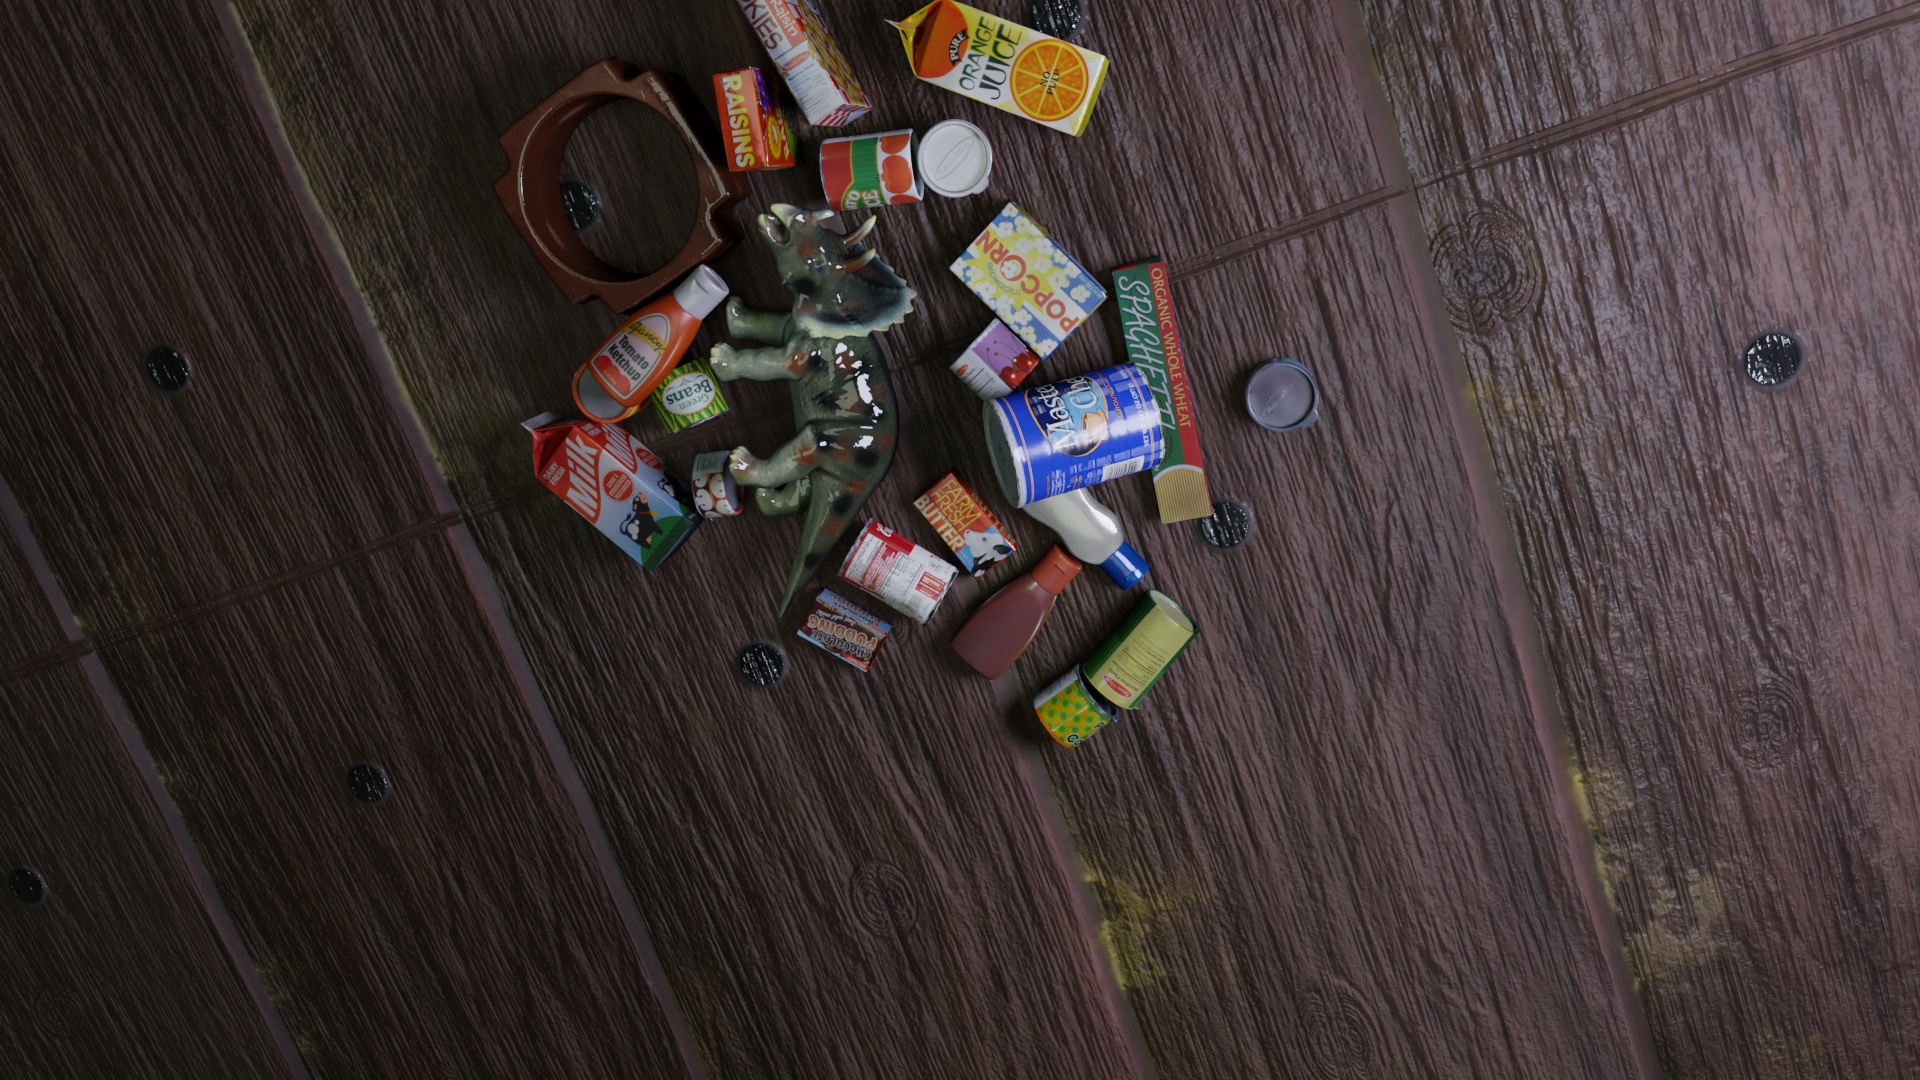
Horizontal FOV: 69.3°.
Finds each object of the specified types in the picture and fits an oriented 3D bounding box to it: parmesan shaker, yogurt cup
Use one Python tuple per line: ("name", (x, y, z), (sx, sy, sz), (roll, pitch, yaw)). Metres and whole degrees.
("parmesan shaker", (0.179, 0.107, 1.356), (0.071, 0.071, 0.102), (38, 107, -2))
("yogurt cup", (-0.002, -0.348, 1.266), (0.072, 0.054, 0.072), (2, 106, 9))

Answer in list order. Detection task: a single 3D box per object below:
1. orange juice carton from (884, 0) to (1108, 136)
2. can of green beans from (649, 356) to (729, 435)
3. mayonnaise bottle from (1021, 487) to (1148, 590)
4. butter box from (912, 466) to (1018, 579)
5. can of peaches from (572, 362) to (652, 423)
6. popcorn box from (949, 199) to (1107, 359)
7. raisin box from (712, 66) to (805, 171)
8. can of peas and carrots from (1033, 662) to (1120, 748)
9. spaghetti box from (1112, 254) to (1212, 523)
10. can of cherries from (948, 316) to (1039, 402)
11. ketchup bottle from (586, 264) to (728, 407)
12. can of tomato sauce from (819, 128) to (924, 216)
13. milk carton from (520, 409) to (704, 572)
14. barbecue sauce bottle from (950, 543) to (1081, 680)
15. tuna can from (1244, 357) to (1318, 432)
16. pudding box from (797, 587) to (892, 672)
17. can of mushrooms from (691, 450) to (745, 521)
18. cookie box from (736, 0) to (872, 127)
("orange juice carton", (0.028, -0.425, 1.231), (0.193, 0.072, 0.072), (21, 107, 3))
("can of green beans", (-0.268, -0.142, 1.359), (0.071, 0.071, 0.057), (-20, 101, 14))
("mayonnaise bottle", (0.120, -0.015, 1.345), (0.064, 0.041, 0.148), (-43, 96, 12))
("butter box", (0.005, -0.017, 1.371), (0.053, 0.024, 0.103), (-37, 97, 17))
("can of peaches", (-0.343, -0.150, 1.373), (0.071, 0.058, 0.071), (2, 105, 8))
("popcorn box", (0.064, -0.242, 1.293), (0.126, 0.038, 0.085), (44, 108, -4))
("raisin box", (-0.179, -0.377, 1.250), (0.040, 0.124, 0.086), (-5, 104, 11))
("can of peas and carrots", (0.116, 0.167, 1.381), (0.058, 0.071, 0.071), (-39, 96, 18))
("spaghetti box", (0.190, -0.139, 1.306), (0.050, 0.029, 0.249), (-11, 103, 11))
("can of cherries", (0.034, -0.168, 1.305), (0.058, 0.072, 0.071), (43, 107, -5))
("ketchup bottle", (-0.280, -0.194, 1.299), (0.148, 0.043, 0.065), (-42, 88, 15))
("can of tomato sauce", (-0.080, -0.338, 1.275), (0.083, 0.071, 0.071), (-5, 105, 10))
("milk carton", (-0.350, -0.063, 1.391), (0.190, 0.072, 0.073), (41, 108, -3))
("barbecue sauce bottle", (0.059, 0.068, 1.376), (0.065, 0.044, 0.148), (41, 107, -4))
("tuna can", (0.299, -0.134, 1.287), (0.071, 0.033, 0.071), (2, 106, 9))
("pudding box", (-0.119, 0.091, 1.418), (0.084, 0.030, 0.049), (30, 109, 0))
("can of mushrooms", (-0.239, -0.054, 1.380), (0.033, 0.071, 0.071), (-7, 104, 10))
("cookie box", (-0.147, -0.448, 1.225), (0.040, 0.123, 0.167), (-28, 99, 15))
